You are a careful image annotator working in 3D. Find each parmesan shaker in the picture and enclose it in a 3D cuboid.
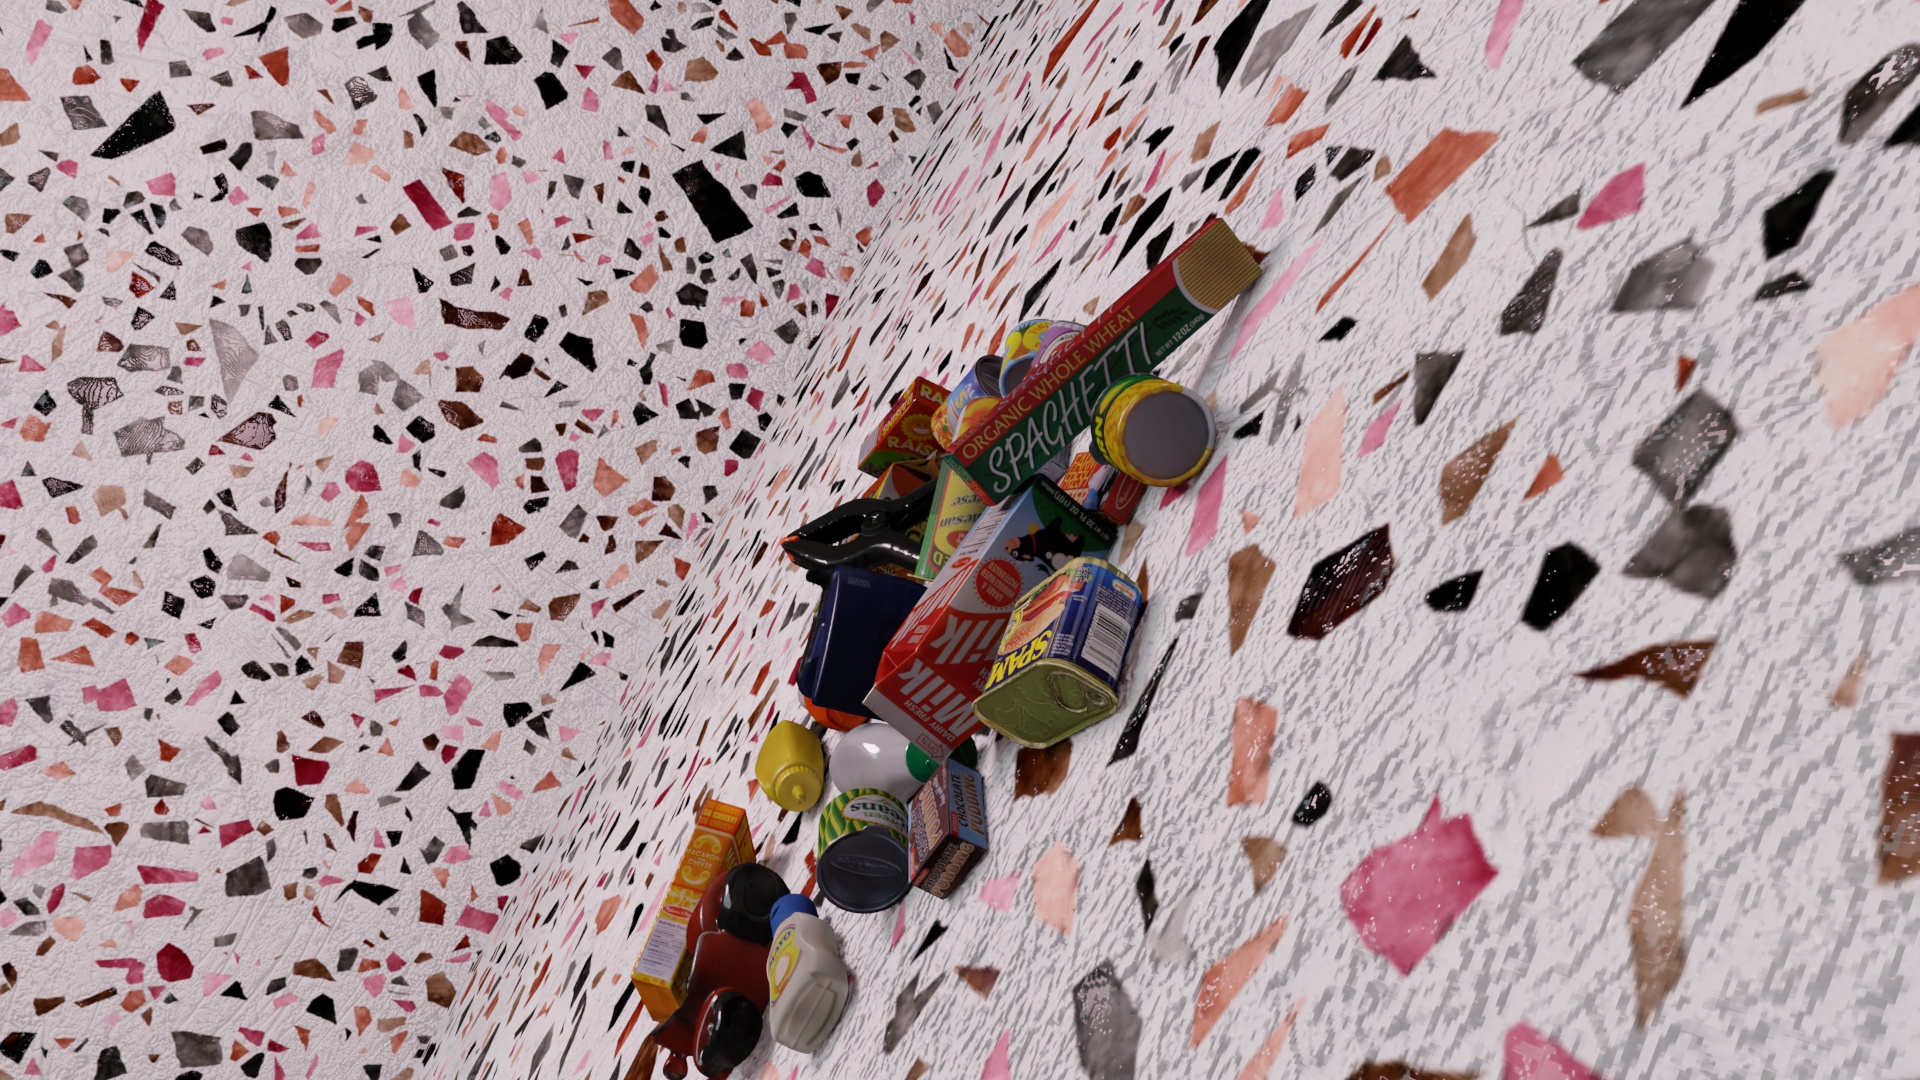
[{"bbox_3d":[0.004,-0.014,1.097,0.071,0.071,0.103,-176,100,-73],"label":"parmesan shaker"}]

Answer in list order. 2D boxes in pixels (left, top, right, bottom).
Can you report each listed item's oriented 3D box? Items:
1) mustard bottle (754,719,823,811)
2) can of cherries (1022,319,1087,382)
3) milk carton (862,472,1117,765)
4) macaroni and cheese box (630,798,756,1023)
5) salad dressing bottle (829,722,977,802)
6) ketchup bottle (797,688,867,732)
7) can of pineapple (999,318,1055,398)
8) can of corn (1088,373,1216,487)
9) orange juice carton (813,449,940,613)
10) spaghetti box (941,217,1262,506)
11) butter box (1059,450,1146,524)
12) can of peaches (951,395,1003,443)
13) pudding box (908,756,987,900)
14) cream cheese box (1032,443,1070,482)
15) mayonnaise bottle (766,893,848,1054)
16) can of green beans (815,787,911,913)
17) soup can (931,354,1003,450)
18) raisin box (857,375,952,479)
[{"bbox_3d":[-0.153,0.213,1.267,0.065,0.049,0.160,-60,16,3],"label":"mustard bottle"},{"bbox_3d":[0.088,-0.134,1.104,0.058,0.071,0.071,-64,16,-13],"label":"can of cherries"},{"bbox_3d":[0.015,0.053,0.932,0.191,0.072,0.073,-54,13,-17],"label":"milk carton"},{"bbox_3d":[-0.232,0.329,1.224,0.123,0.040,0.167,93,-167,-54],"label":"macaroni and cheese box"},{"bbox_3d":[-0.042,0.160,1.002,0.044,0.064,0.147,-33,7,-34],"label":"salad dressing bottle"},{"bbox_3d":[-0.119,0.144,1.297,0.065,0.043,0.148,-63,15,-14],"label":"ketchup bottle"},{"bbox_3d":[0.069,-0.150,1.199,0.070,0.071,0.058,-49,20,36],"label":"can of pineapple"},{"bbox_3d":[0.120,-0.069,0.884,0.071,0.071,0.058,-59,16,5],"label":"can of corn"},{"bbox_3d":[-0.068,-0.002,1.347,0.071,0.073,0.194,-41,24,53],"label":"orange juice carton"},{"bbox_3d":[0.097,-0.121,0.940,0.250,0.050,0.028,-41,11,-6],"label":"spaghetti box"},{"bbox_3d":[0.099,-0.038,0.978,0.053,0.024,0.103,-62,16,-9],"label":"butter box"},{"bbox_3d":[0.028,-0.083,1.213,0.071,0.071,0.058,-45,21,44],"label":"can of peaches"},{"bbox_3d":[-0.009,0.185,0.898,0.049,0.030,0.084,-55,16,21],"label":"pudding box"},{"bbox_3d":[0.068,-0.079,1.149,0.053,0.024,0.104,-48,19,38],"label":"cream cheese box"},{"bbox_3d":[-0.114,0.301,0.994,0.064,0.041,0.148,-61,16,4],"label":"mayonnaise bottle"},{"bbox_3d":[-0.066,0.213,0.959,0.071,0.071,0.058,-56,15,15],"label":"can of green beans"},{"bbox_3d":[0.020,-0.121,1.302,0.083,0.071,0.072,-47,20,41],"label":"soup can"},{"bbox_3d":[-0.038,-0.103,1.413,0.122,0.086,0.040,-46,27,43],"label":"raisin box"}]
